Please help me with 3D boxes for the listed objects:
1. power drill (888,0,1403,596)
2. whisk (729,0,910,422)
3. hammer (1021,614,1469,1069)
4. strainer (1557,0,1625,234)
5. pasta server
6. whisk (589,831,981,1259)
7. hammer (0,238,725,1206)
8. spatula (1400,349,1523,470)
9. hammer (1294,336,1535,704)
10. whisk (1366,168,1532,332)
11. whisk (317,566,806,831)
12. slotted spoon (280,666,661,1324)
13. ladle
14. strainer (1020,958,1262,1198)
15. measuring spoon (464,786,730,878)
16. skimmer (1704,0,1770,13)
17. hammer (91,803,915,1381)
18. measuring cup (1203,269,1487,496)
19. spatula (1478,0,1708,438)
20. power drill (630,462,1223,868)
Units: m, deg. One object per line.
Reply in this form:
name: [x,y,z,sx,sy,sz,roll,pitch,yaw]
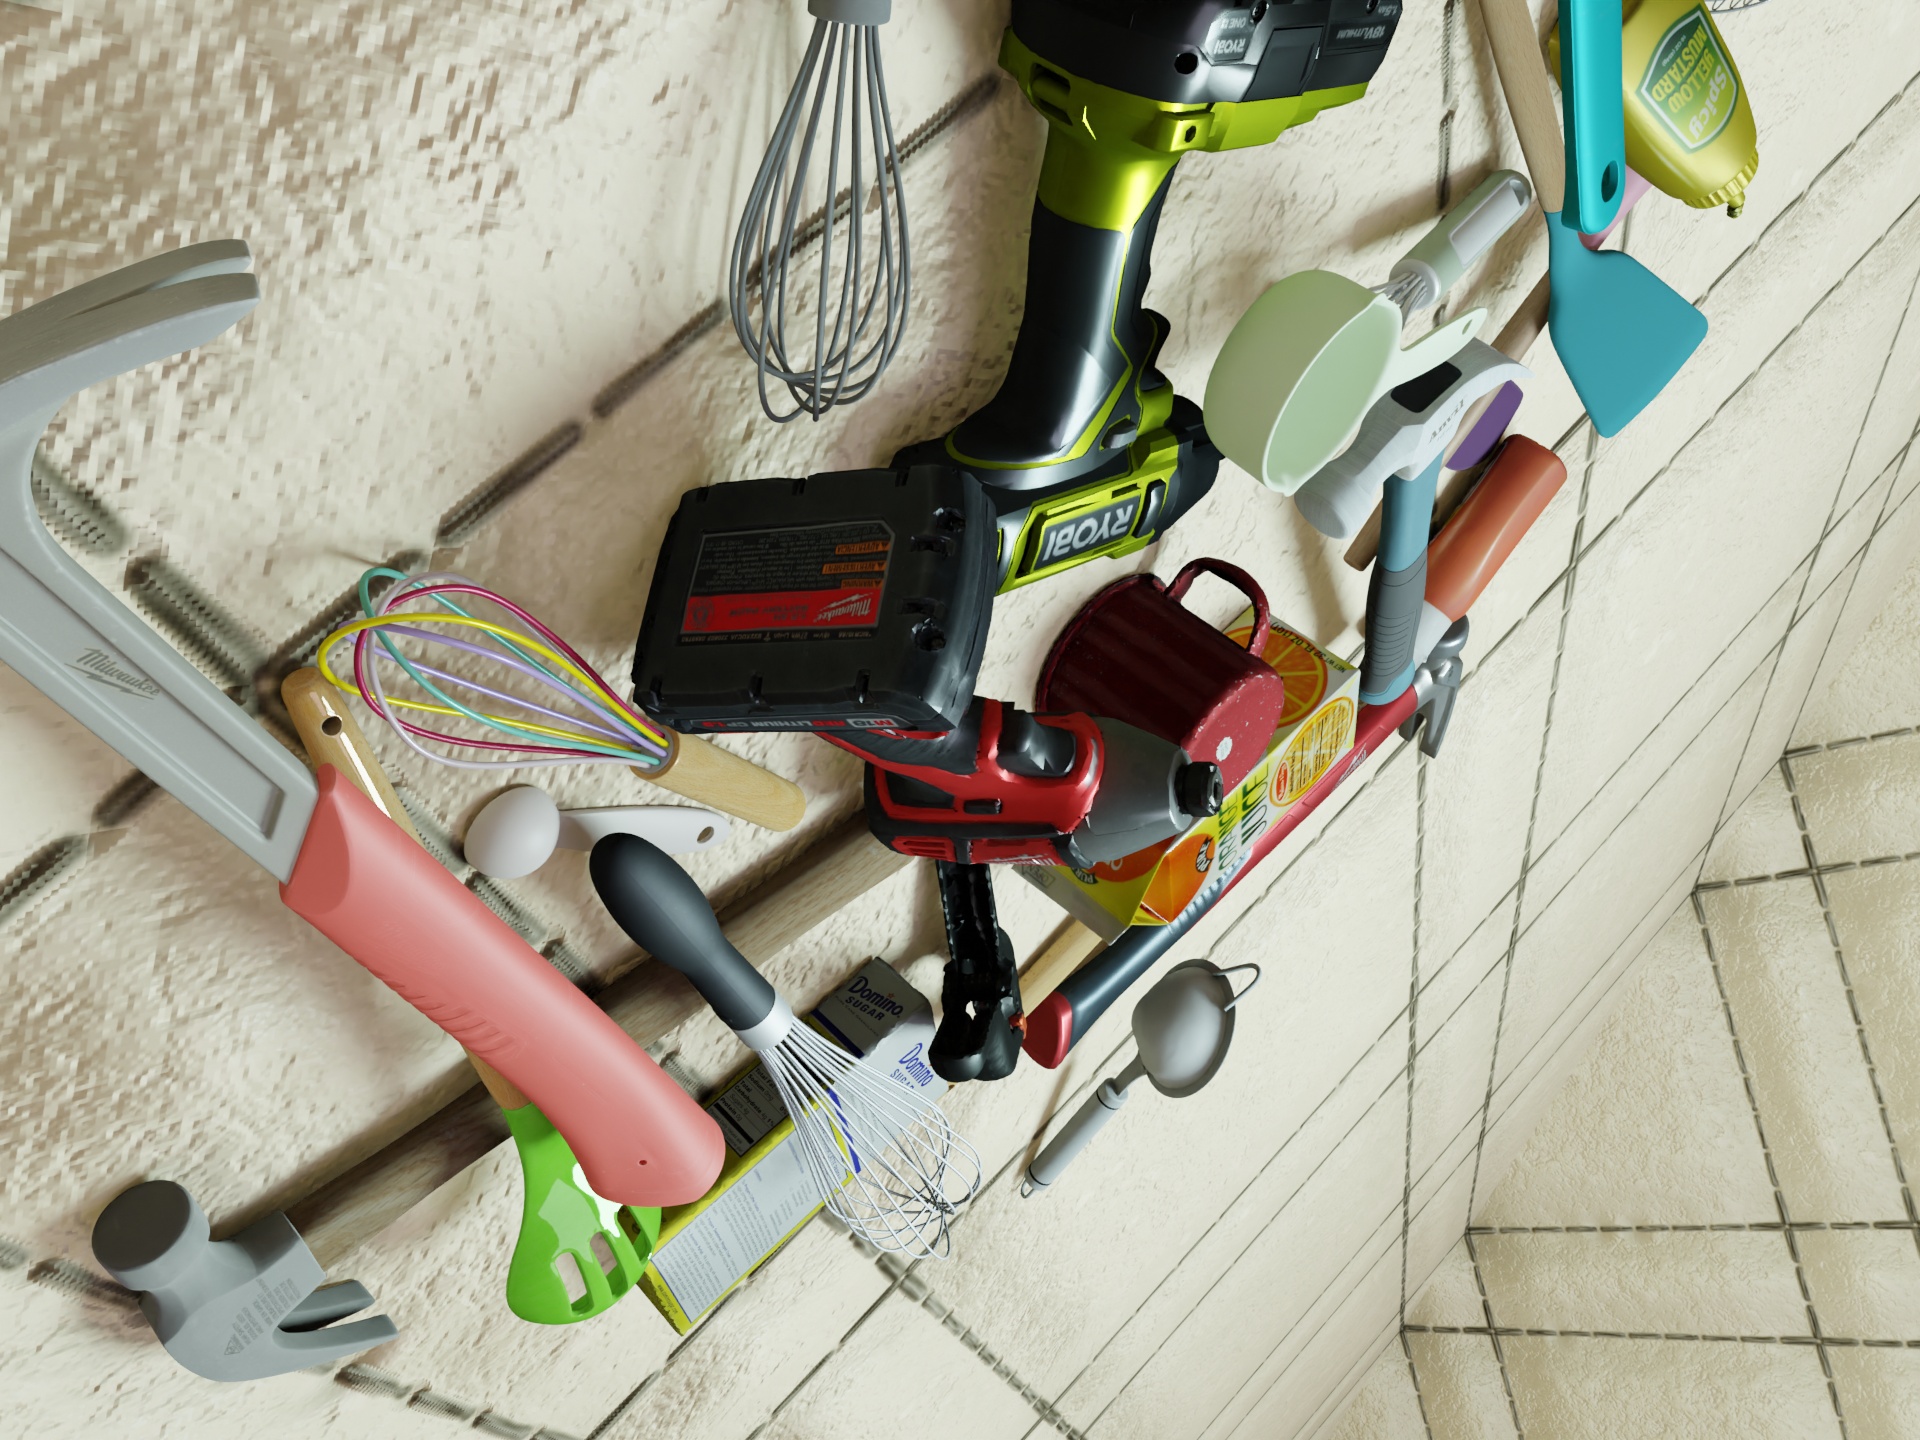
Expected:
power drill: [0.063,-0.156,0.562,0.171,0.080,0.223,-24,142,-39]
whisk: [-0.032,-0.191,0.428,0.055,0.055,0.238,-22,134,-39]
hammer: [0.182,0.084,0.995,0.386,0.038,0.143,-40,148,-20]
strainer: [0.161,-0.299,0.498,0.211,0.095,0.340,-47,141,-13]
pasta server: [0.290,-0.213,0.823,0.316,0.040,0.060,-55,149,2]
whisk: [-0.064,0.135,0.631,0.070,0.070,0.284,-44,132,-14]
hammer: [-0.149,0.046,0.439,0.149,0.037,0.358,-32,137,-2]
spatula: [0.231,-0.173,0.816,0.315,0.018,0.059,3,119,-55]
hammer: [0.218,-0.079,0.791,0.128,0.033,0.330,-47,158,-7]
whisk: [0.198,-0.190,0.704,0.246,0.059,0.057,-44,110,-35]
whisk: [-0.116,0.004,0.523,0.047,0.051,0.244,-45,154,5]
slotted spoon: [-0.159,0.110,0.535,0.070,0.031,0.313,-37,134,-29]
ladle: [0.090,0.100,0.903,0.315,0.031,0.069,-45,148,-9]
strainer: [0.099,0.232,1.006,0.050,0.087,0.258,16,127,-24]
measuring spoon: [-0.122,0.043,0.571,0.124,0.018,0.034,6,117,-55]
skimmer: [0.311,-0.428,0.651,0.363,0.090,0.127,24,106,-48]
hammer: [-0.147,0.129,0.614,0.331,0.031,0.130,-34,144,-28]
measuring cup: [0.148,-0.140,0.597,0.167,0.038,0.083,-30,149,-42]
spatula: [0.278,-0.254,0.727,0.082,0.044,0.317,-47,139,1]
power drill: [-0.001,-0.002,0.561,0.219,0.143,0.079,40,55,-56]
